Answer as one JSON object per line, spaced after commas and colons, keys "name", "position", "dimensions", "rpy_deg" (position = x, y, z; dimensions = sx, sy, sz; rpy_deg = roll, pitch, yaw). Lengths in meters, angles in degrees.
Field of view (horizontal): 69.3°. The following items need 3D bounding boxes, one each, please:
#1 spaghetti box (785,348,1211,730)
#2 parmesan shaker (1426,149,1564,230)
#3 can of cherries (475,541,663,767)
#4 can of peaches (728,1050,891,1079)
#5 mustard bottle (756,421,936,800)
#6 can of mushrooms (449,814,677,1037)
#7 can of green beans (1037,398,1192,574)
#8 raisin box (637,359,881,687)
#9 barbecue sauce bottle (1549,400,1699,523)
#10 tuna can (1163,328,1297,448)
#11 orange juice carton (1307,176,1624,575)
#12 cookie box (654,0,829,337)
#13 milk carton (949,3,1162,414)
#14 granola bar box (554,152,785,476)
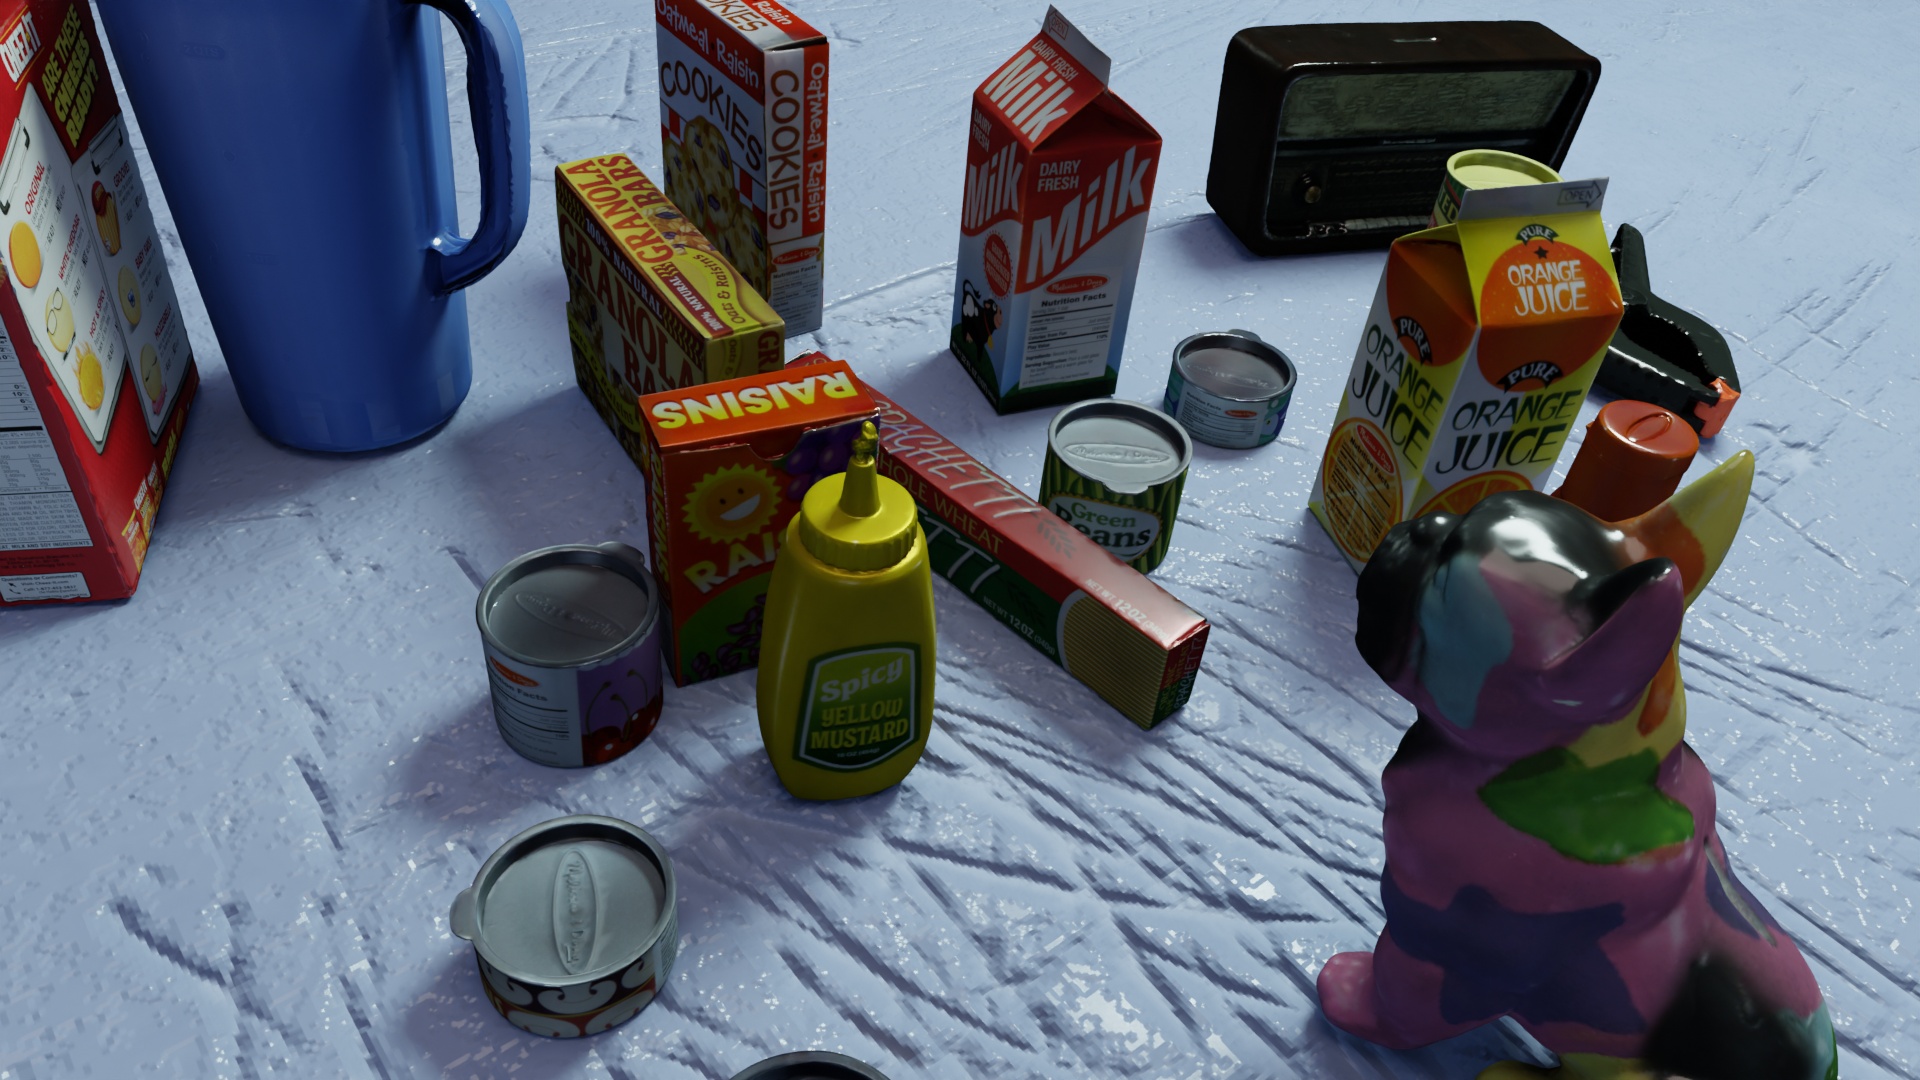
{"name": "spaghetti box", "position": [0.002, -0.008, 0.623], "dimensions": [0.029, 0.049, 0.250], "rpy_deg": [-30, 52, -35]}
{"name": "parmesan shaker", "position": [0.300, -0.163, 0.805], "dimensions": [0.071, 0.102, 0.072], "rpy_deg": [4, 40, -3]}
{"name": "can of cherries", "position": [-0.147, 0.043, 0.536], "dimensions": [0.071, 0.058, 0.072], "rpy_deg": [4, 40, -3]}
{"name": "can of peaches", "position": [-0.045, 0.185, 0.383], "dimensions": [0.071, 0.057, 0.071], "rpy_deg": [4, 40, -3]}
{"name": "mustard bottle", "position": [-0.039, 0.026, 0.492], "dimensions": [0.065, 0.159, 0.049], "rpy_deg": [-8, 42, -17]}
{"name": "can of mushrooms", "position": [-0.129, 0.127, 0.459], "dimensions": [0.071, 0.033, 0.071], "rpy_deg": [4, 40, -3]}
{"name": "can of green beans", "position": [0.070, -0.024, 0.645], "dimensions": [0.071, 0.057, 0.071], "rpy_deg": [4, 40, -3]}
{"name": "raisin box", "position": [-0.080, -0.005, 0.552], "dimensions": [0.086, 0.122, 0.040], "rpy_deg": [-13, 44, -21]}
{"name": "barbecue sauce bottle", "position": [0.245, 0.014, 0.555], "dimensions": [0.065, 0.147, 0.044], "rpy_deg": [-25, 49, -32]}
{"name": "tuna can", "position": [0.144, -0.082, 0.742], "dimensions": [0.071, 0.032, 0.071], "rpy_deg": [4, 40, -3]}
{"name": "orange juice carton", "position": [0.224, -0.071, 0.617], "dimensions": [0.072, 0.191, 0.073], "rpy_deg": [-7, 42, -16]}
{"name": "cookie box", "position": [-0.119, -0.211, 0.754], "dimensions": [0.040, 0.166, 0.123], "rpy_deg": [-21, 48, -29]}
{"name": "milk carton", "position": [0.047, -0.165, 0.706], "dimensions": [0.073, 0.189, 0.072], "rpy_deg": [-11, 43, -20]}
{"name": "granola bar box", "position": [-0.135, -0.085, 0.637], "dimensions": [0.039, 0.123, 0.166], "rpy_deg": [-19, 47, -27]}
